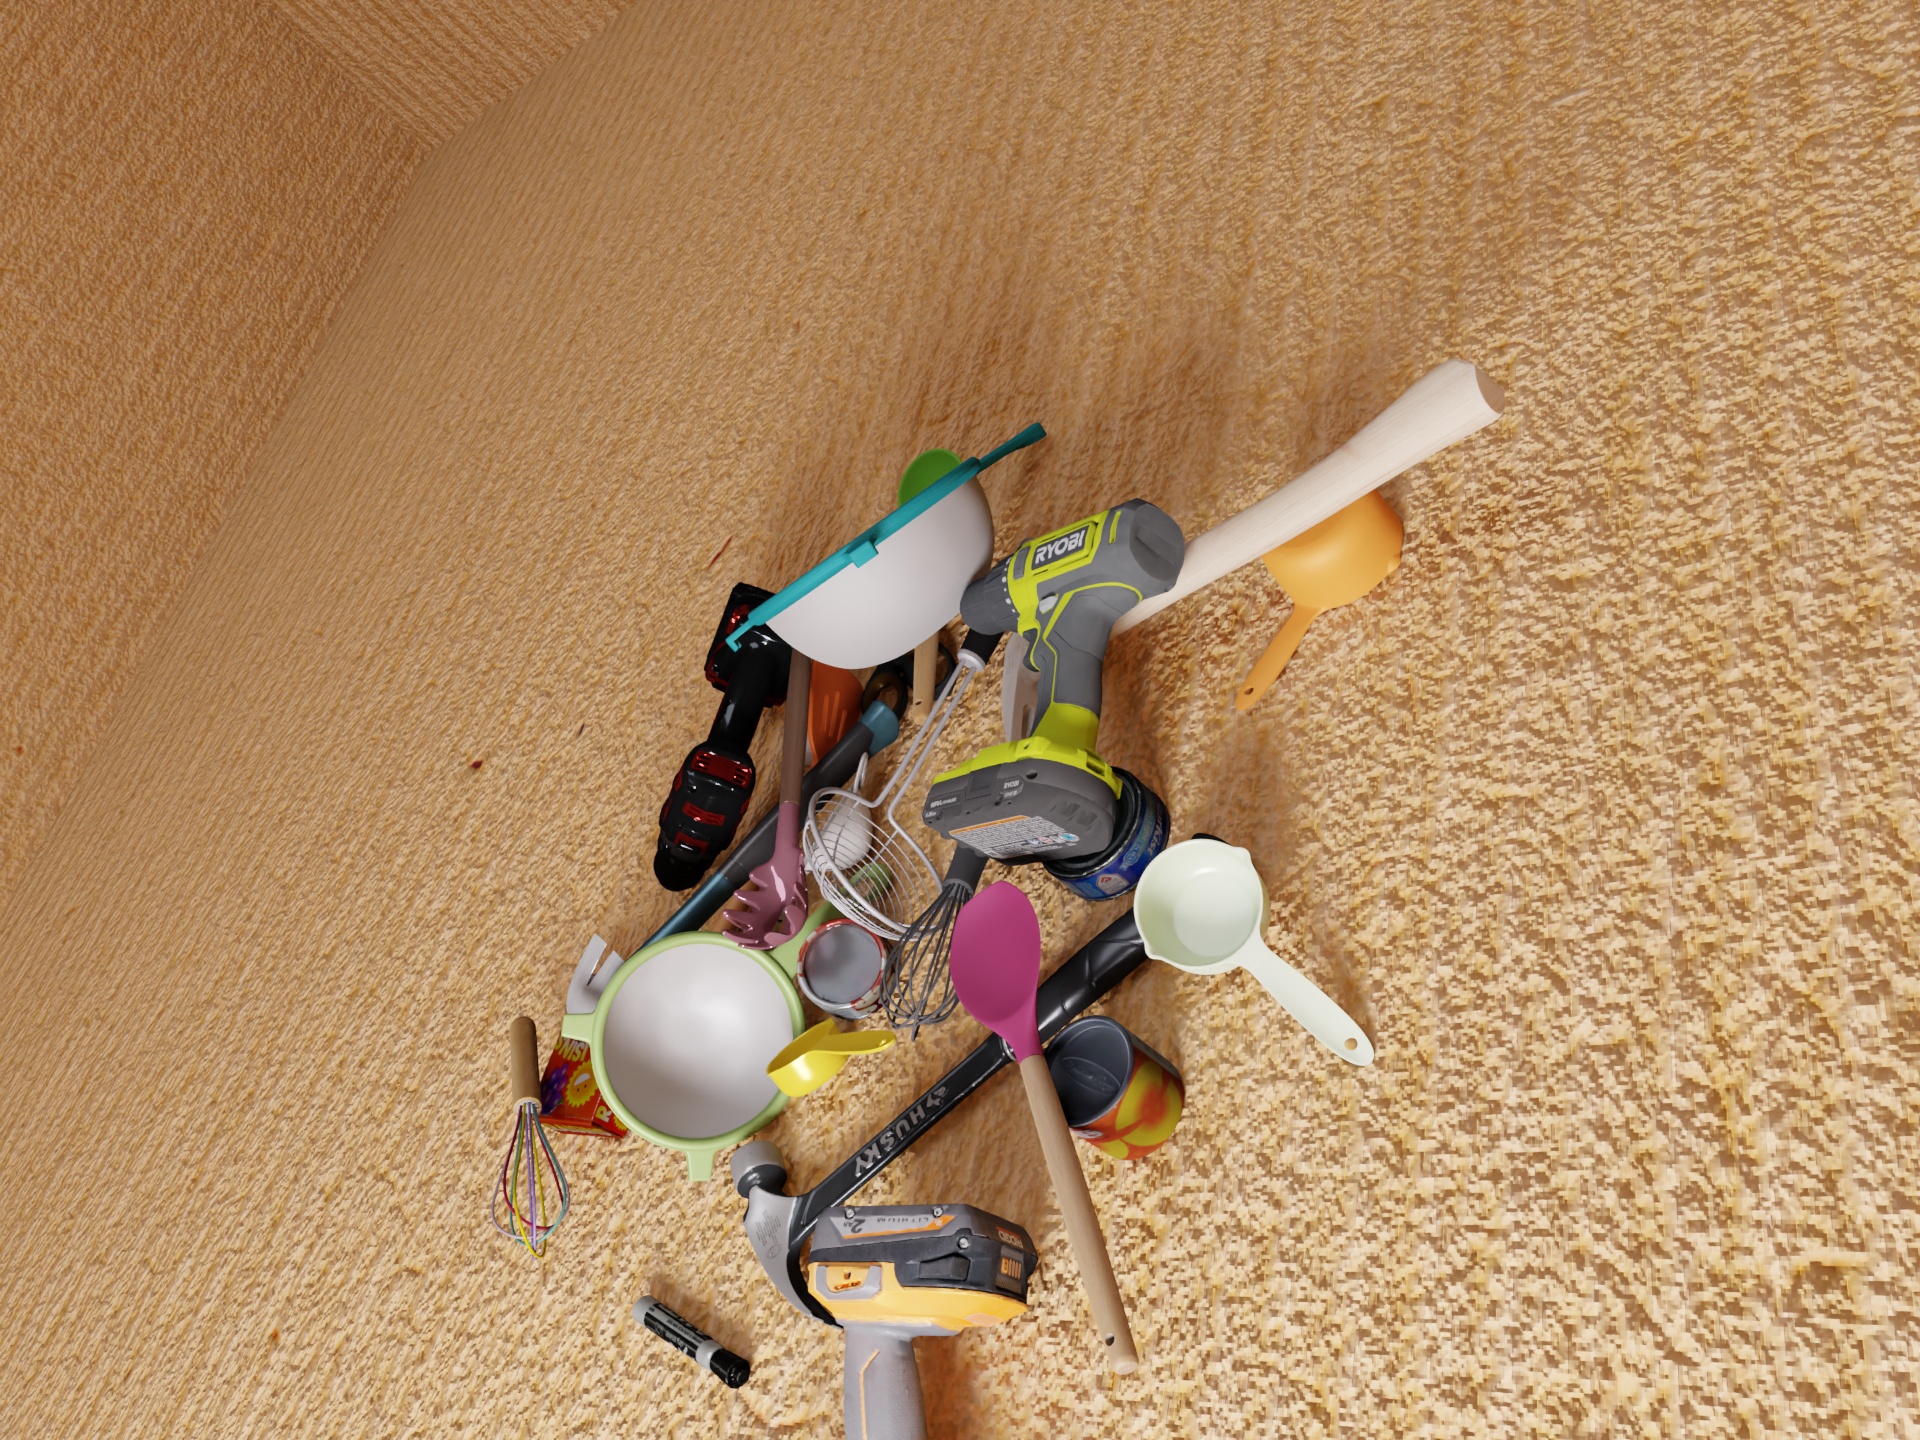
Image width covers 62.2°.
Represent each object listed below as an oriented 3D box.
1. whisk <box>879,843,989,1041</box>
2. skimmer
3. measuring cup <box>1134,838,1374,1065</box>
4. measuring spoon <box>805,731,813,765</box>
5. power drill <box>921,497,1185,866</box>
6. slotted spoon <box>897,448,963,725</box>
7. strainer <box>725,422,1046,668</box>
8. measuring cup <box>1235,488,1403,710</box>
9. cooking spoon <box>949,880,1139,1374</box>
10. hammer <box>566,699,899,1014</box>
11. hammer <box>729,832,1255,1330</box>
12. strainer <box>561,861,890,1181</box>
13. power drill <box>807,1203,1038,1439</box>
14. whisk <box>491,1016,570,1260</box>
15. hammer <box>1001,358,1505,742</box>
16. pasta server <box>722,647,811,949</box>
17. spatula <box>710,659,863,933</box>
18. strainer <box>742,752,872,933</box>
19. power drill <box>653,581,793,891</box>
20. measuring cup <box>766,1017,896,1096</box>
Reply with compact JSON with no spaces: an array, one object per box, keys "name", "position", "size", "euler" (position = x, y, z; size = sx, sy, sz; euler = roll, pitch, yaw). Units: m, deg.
[{"name":"whisk","position":[-0.001,0.115,1.063],"size":[0.055,0.055,0.239],"euler":[-19,31,34]},{"name":"skimmer","position":[-0.002,-0.004,1.156],"size":[0.090,0.127,0.363],"euler":[-21,35,55]},{"name":"measuring cup","position":[0.171,0.137,0.901],"size":[0.083,0.038,0.168],"euler":[-48,61,1]},{"name":"measuring spoon","position":[-0.117,-0.018,1.341],"size":[0.034,0.018,0.124],"euler":[-16,48,36]},{"name":"power drill","position":[0.050,-0.025,1.057],"size":[0.190,0.080,0.229],"euler":[-17,52,50]},{"name":"slotted spoon","position":[-0.026,-0.114,1.312],"size":[0.070,0.031,0.314],"euler":[-21,43,23]},{"name":"strainer","position":[-0.013,-0.134,1.244],"size":[0.211,0.095,0.340],"euler":[-27,10,48]},{"name":"measuring cup","position":[0.216,-0.089,1.038],"size":[0.095,0.052,0.173],"euler":[20,72,51]},{"name":"cooking spoon","position":[0.046,0.211,0.885],"size":[0.068,0.017,0.319],"euler":[-38,39,17]},{"name":"hammer","position":[-0.166,0.111,1.193],"size":[0.033,0.128,0.331],"euler":[38,75,21]},{"name":"hammer","position":[0.020,0.213,0.995],"size":[0.409,0.036,0.149],"euler":[-42,39,9]},{"name":"strainer","position":[-0.152,0.193,1.148],"size":[0.256,0.151,0.069],"euler":[-42,5,-21]},{"name":"power drill","position":[-0.010,0.379,0.843],"size":[0.185,0.084,0.226],"euler":[-11,58,30]},{"name":"whisk","position":[-0.323,0.302,1.189],"size":[0.051,0.047,0.245],"euler":[-46,32,11]},{"name":"hammer","position":[0.171,-0.104,1.038],"size":[0.410,0.038,0.146],"euler":[-30,44,43]},{"name":"pasta server","position":[-0.127,0.039,1.159],"size":[0.060,0.040,0.317],"euler":[-23,43,22]},{"name":"spatula","position":[-0.159,0.101,1.260],"size":[0.041,0.081,0.322],"euler":[25,82,33]},{"name":"strainer","position":[-0.133,0.138,1.208],"size":[0.258,0.050,0.087],"euler":[-51,-3,9]},{"name":"power drill","position":[-0.194,0.021,1.309],"size":[0.187,0.080,0.227],"euler":[123,165,-52]},{"name":"measuring cup","position":[-0.077,0.223,1.049],"size":[0.062,0.029,0.156],"euler":[-39,10,-33]}]
